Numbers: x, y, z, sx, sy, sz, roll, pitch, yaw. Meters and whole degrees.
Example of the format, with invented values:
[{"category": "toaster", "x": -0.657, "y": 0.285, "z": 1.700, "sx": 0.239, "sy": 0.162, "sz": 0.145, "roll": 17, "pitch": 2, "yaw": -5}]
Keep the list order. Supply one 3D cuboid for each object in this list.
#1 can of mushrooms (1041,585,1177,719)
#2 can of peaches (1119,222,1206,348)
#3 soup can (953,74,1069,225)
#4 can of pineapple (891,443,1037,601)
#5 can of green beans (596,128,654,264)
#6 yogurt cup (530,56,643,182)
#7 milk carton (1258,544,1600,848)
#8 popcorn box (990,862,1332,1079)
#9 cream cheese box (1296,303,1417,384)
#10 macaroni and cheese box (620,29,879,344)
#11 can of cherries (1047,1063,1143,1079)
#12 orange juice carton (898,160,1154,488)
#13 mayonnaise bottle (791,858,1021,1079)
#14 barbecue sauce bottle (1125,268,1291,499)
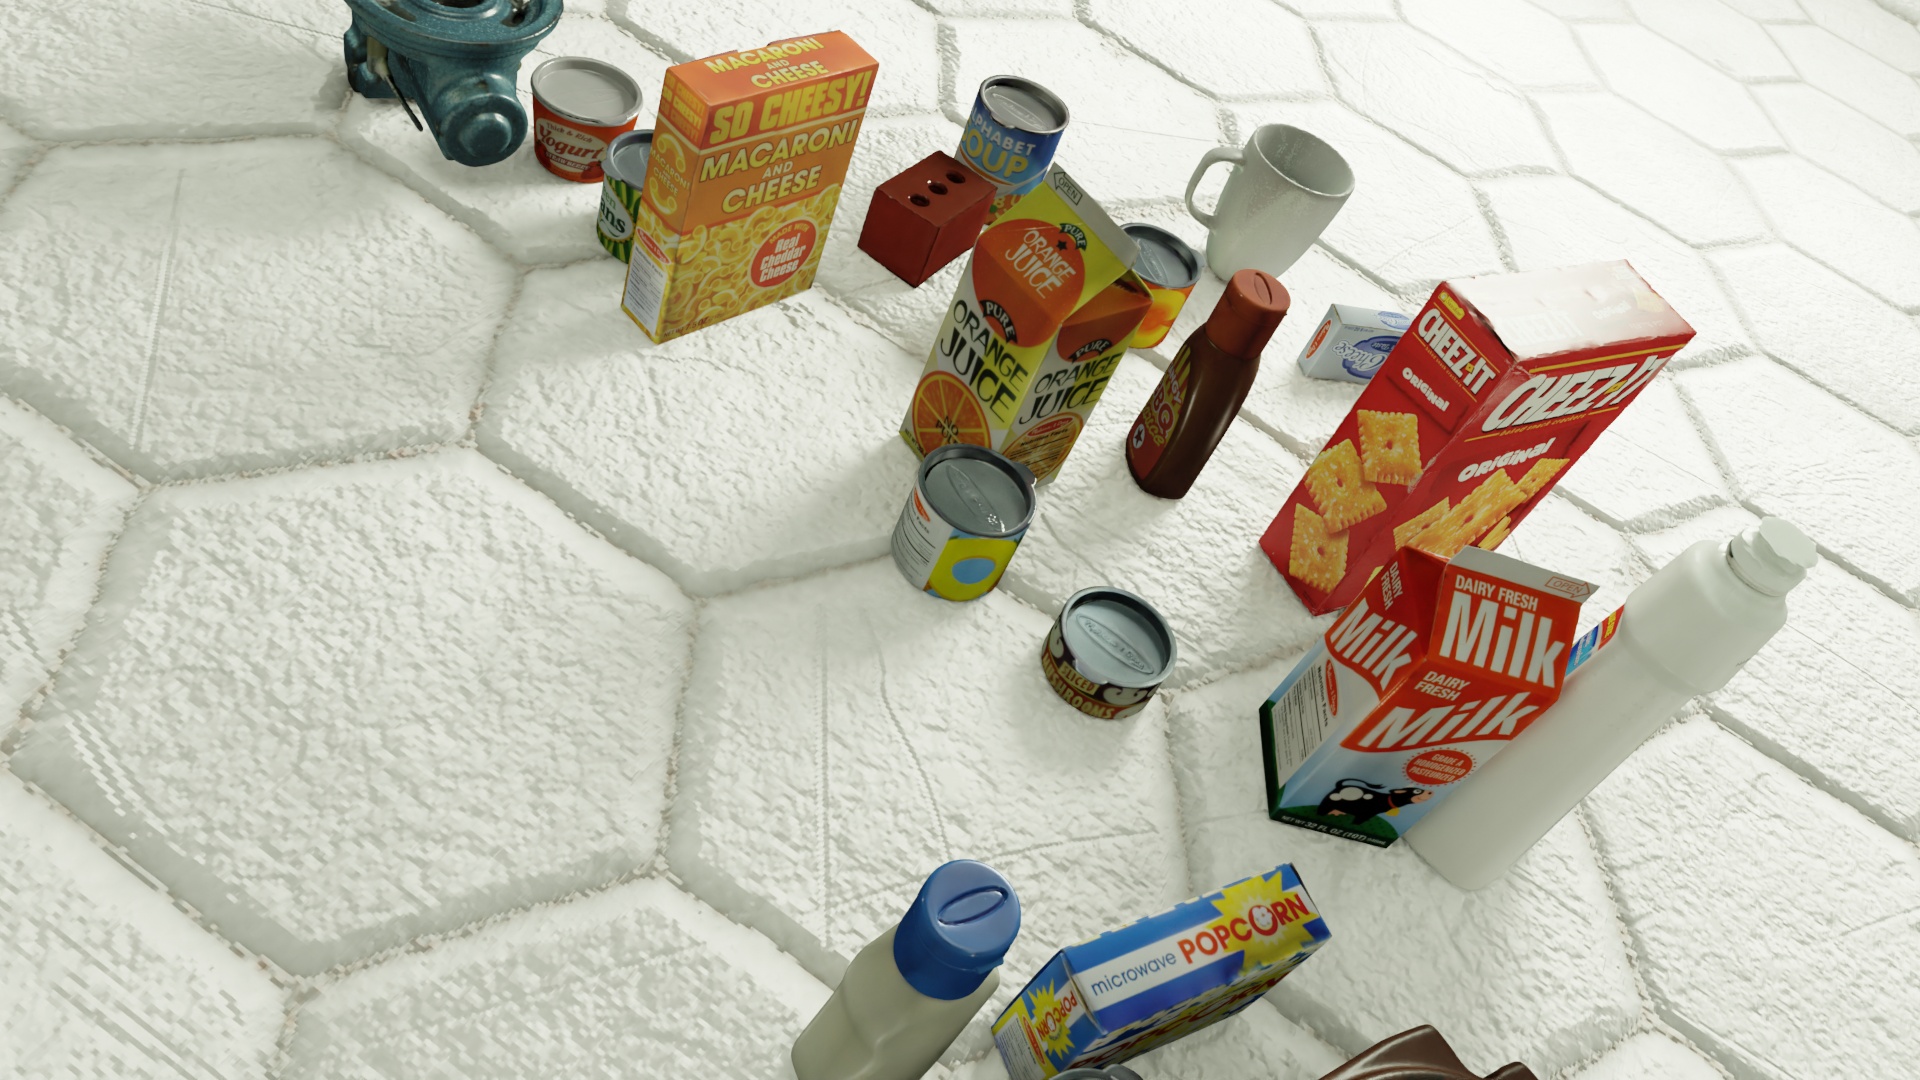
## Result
[{"category": "can of mushrooms", "x": 0.077, "y": 0.061, "z": 0.738, "sx": 0.071, "sy": 0.033, "sz": 0.071, "roll": 12, "pitch": 47, "yaw": -13}, {"category": "can of peaches", "x": 0.125, "y": -0.173, "z": 0.948, "sx": 0.071, "sy": 0.057, "sz": 0.071, "roll": 12, "pitch": 47, "yaw": -13}, {"category": "soup can", "x": 0.030, "y": -0.272, "z": 0.977, "sx": 0.071, "sy": 0.083, "sz": 0.072, "roll": 12, "pitch": 47, "yaw": -13}, {"category": "can of pineapple", "x": 0.003, "y": -0.009, "z": 0.751, "sx": 0.071, "sy": 0.057, "sz": 0.071, "roll": 12, "pitch": 47, "yaw": -13}, {"category": "can of green beans", "x": -0.185, "y": -0.206, "z": 0.844, "sx": 0.071, "sy": 0.057, "sz": 0.071, "roll": 12, "pitch": 47, "yaw": -13}, {"category": "yogurt cup", "x": -0.237, "y": -0.263, "z": 0.874, "sx": 0.072, "sy": 0.053, "sz": 0.073, "roll": 12, "pitch": 47, "yaw": -13}, {"category": "milk carton", "x": 0.225, "y": 0.070, "z": 0.684, "sx": 0.072, "sy": 0.189, "sz": 0.074, "roll": 15, "pitch": 46, "yaw": -10}, {"category": "popcorn box", "x": 0.085, "y": 0.188, "z": 0.592, "sx": 0.127, "sy": 0.084, "sz": 0.038, "roll": -11, "pitch": 56, "yaw": -31}, {"category": "cream cheese box", "x": 0.299, "y": -0.138, "z": 0.995, "sx": 0.104, "sy": 0.053, "sz": 0.024, "roll": 4, "pitch": 50, "yaw": -21}, {"category": "macaroni and cheese box", "x": -0.122, "y": -0.200, "z": 0.790, "sx": 0.040, "sy": 0.165, "sz": 0.124, "roll": 45, "pitch": 48, "yaw": 17}, {"category": "can of cherries", "x": 0.045, "y": 0.247, "z": 0.542, "sx": 0.071, "sy": 0.058, "sz": 0.072, "roll": 12, "pitch": 47, "yaw": -13}, {"category": "orange juice carton", "x": 0.039, "y": -0.108, "z": 0.760, "sx": 0.073, "sy": 0.191, "sz": 0.072, "roll": -21, "pitch": 62, "yaw": -36}, {"category": "mayonnaise bottle", "x": -0.018, "y": 0.169, "z": 0.521, "sx": 0.065, "sy": 0.147, "sz": 0.041, "roll": -13, "pitch": 57, "yaw": -32}, {"category": "barbecue sauce bottle", "x": 0.146, "y": -0.094, "z": 0.824, "sx": 0.044, "sy": 0.147, "sz": 0.065, "roll": 10, "pitch": 48, "yaw": -15}]
